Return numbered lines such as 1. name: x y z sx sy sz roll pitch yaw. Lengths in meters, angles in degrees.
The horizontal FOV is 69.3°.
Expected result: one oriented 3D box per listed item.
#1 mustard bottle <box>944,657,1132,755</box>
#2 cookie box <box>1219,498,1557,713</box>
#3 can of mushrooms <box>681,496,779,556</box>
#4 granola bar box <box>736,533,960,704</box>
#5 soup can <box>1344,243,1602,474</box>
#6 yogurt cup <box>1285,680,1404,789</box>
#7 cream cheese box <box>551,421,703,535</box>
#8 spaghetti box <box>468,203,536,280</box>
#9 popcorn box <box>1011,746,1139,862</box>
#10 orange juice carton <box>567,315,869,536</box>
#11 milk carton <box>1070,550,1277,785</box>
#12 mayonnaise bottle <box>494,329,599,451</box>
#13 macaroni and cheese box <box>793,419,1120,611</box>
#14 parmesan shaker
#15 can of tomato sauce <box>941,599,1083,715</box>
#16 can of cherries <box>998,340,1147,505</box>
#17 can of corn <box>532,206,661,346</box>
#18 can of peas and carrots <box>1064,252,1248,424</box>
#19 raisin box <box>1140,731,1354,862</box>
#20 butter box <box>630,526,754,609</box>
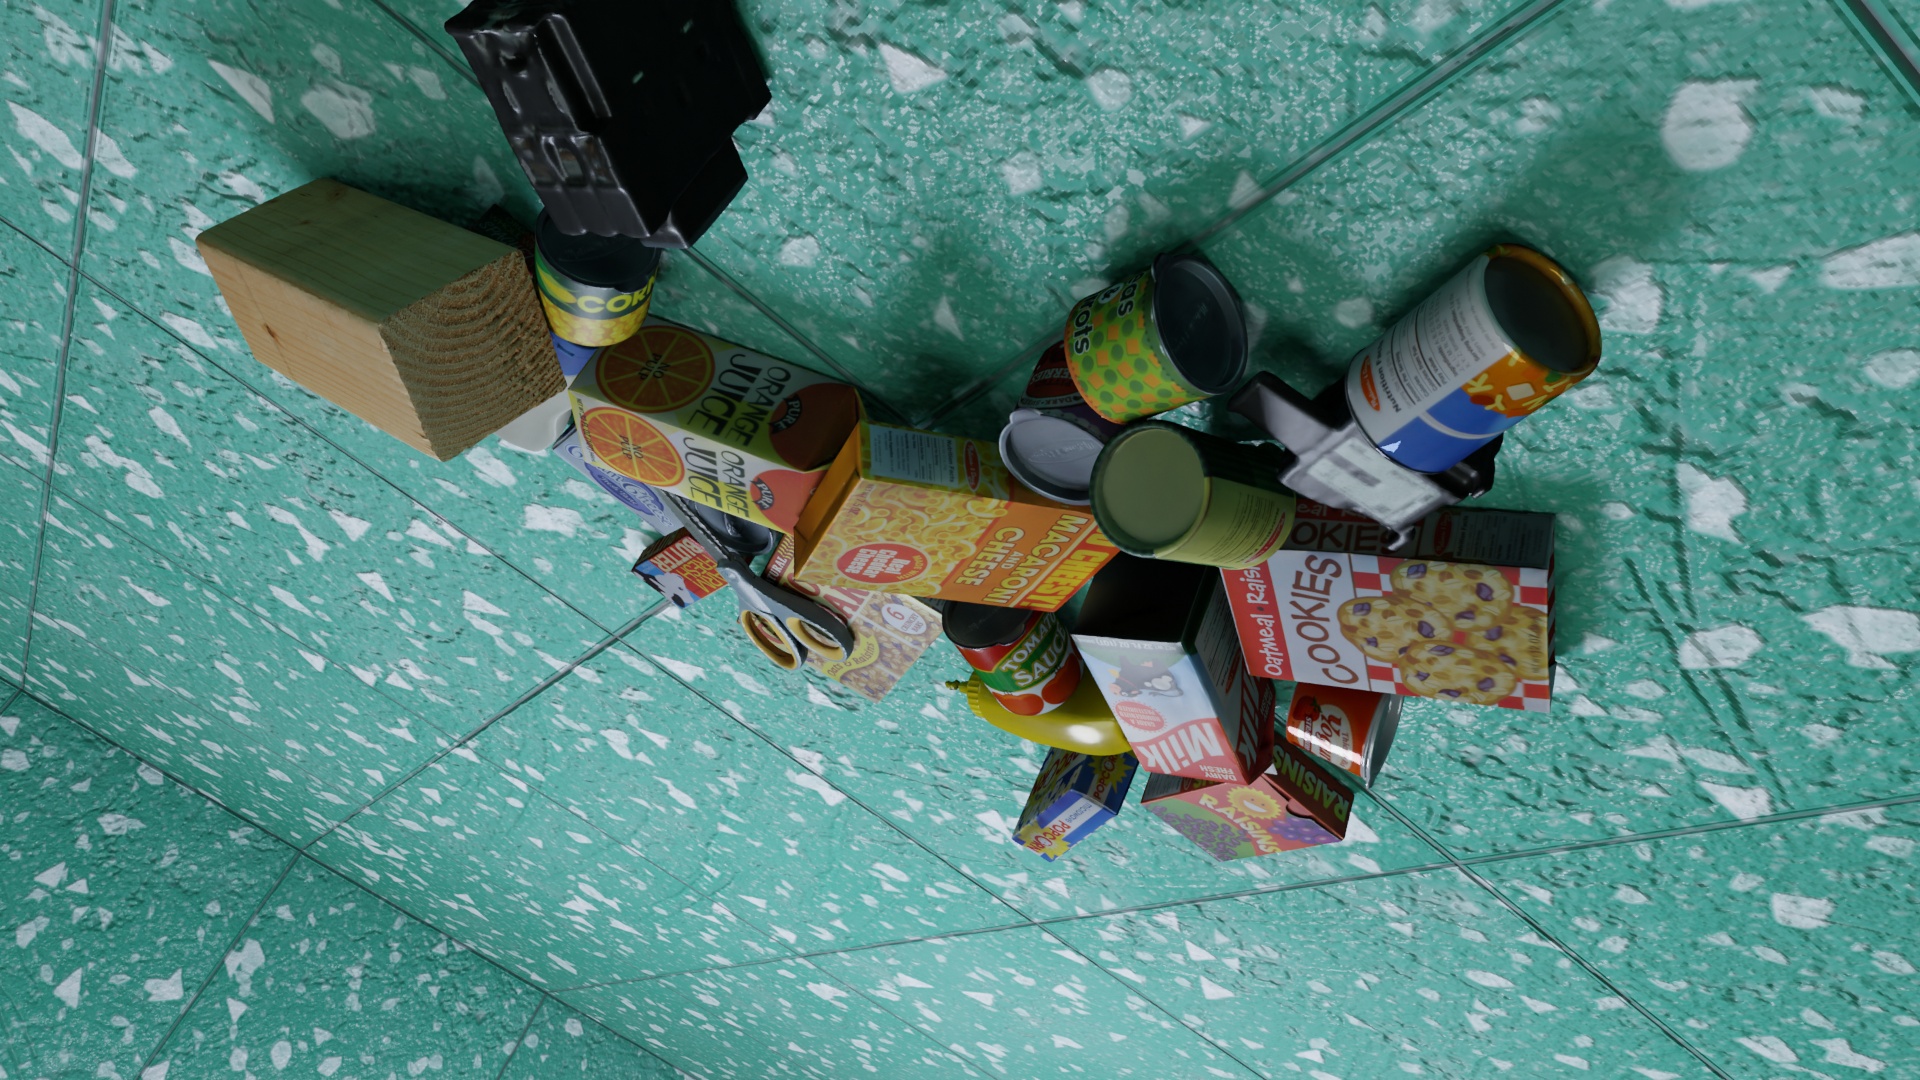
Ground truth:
1. mustard bottle: 0.055 0.107 0.953 0.160 0.065 0.048 3 136 40
2. cookie box: 0.231 0.033 0.752 0.167 0.040 0.122 5 141 27
3. can of mushrooms: -0.152 -0.024 0.934 0.071 0.033 0.070 18 146 12
4. granola bar box: -0.079 0.043 0.971 0.124 0.039 0.164 31 147 -6
5. soup can: 0.218 -0.075 0.590 0.071 0.072 0.083 32 146 -9
6. yogurt cup: 0.229 0.103 0.829 0.054 0.073 0.072 17 146 28
7. cream cheese box: -0.227 -0.047 0.961 0.103 0.024 0.053 40 144 -21
8. spaghetti box: -0.324 -0.136 0.898 0.050 0.029 0.249 38 145 -18
9. popcorn box: 0.087 0.171 0.994 0.038 0.085 0.126 29 147 -3
10. orange juice carton: -0.127 -0.062 0.829 0.193 0.073 0.071 20 146 9
11. milk carton: 0.140 0.089 0.858 0.072 0.074 0.189 1 140 32
12. mayonnaise bottle: -0.266 -0.107 0.890 0.064 0.041 0.147 35 145 -20
13. macaroni and cheese box: 0.003 -0.010 0.784 0.167 0.040 0.123 8 150 -21
14. parmesan shaker: 0.117 -0.024 0.685 0.071 0.071 0.103 -1 175 34
15. can of tomato sauce: 0.036 0.065 0.896 0.071 0.071 0.082 1 143 32
16. can of cherries: 0.060 -0.063 0.717 0.071 0.059 0.071 18 146 13
17. can of corn: -0.200 -0.147 0.764 0.071 0.071 0.058 28 147 -4
18. can of peas and carrots: 0.089 -0.094 0.648 0.071 0.071 0.058 44 143 -25
19. raisin box: 0.200 0.183 0.978 0.086 0.040 0.123 39 144 -17
20. butter box: -0.199 0.016 1.029 0.053 0.024 0.103 39 145 -20
